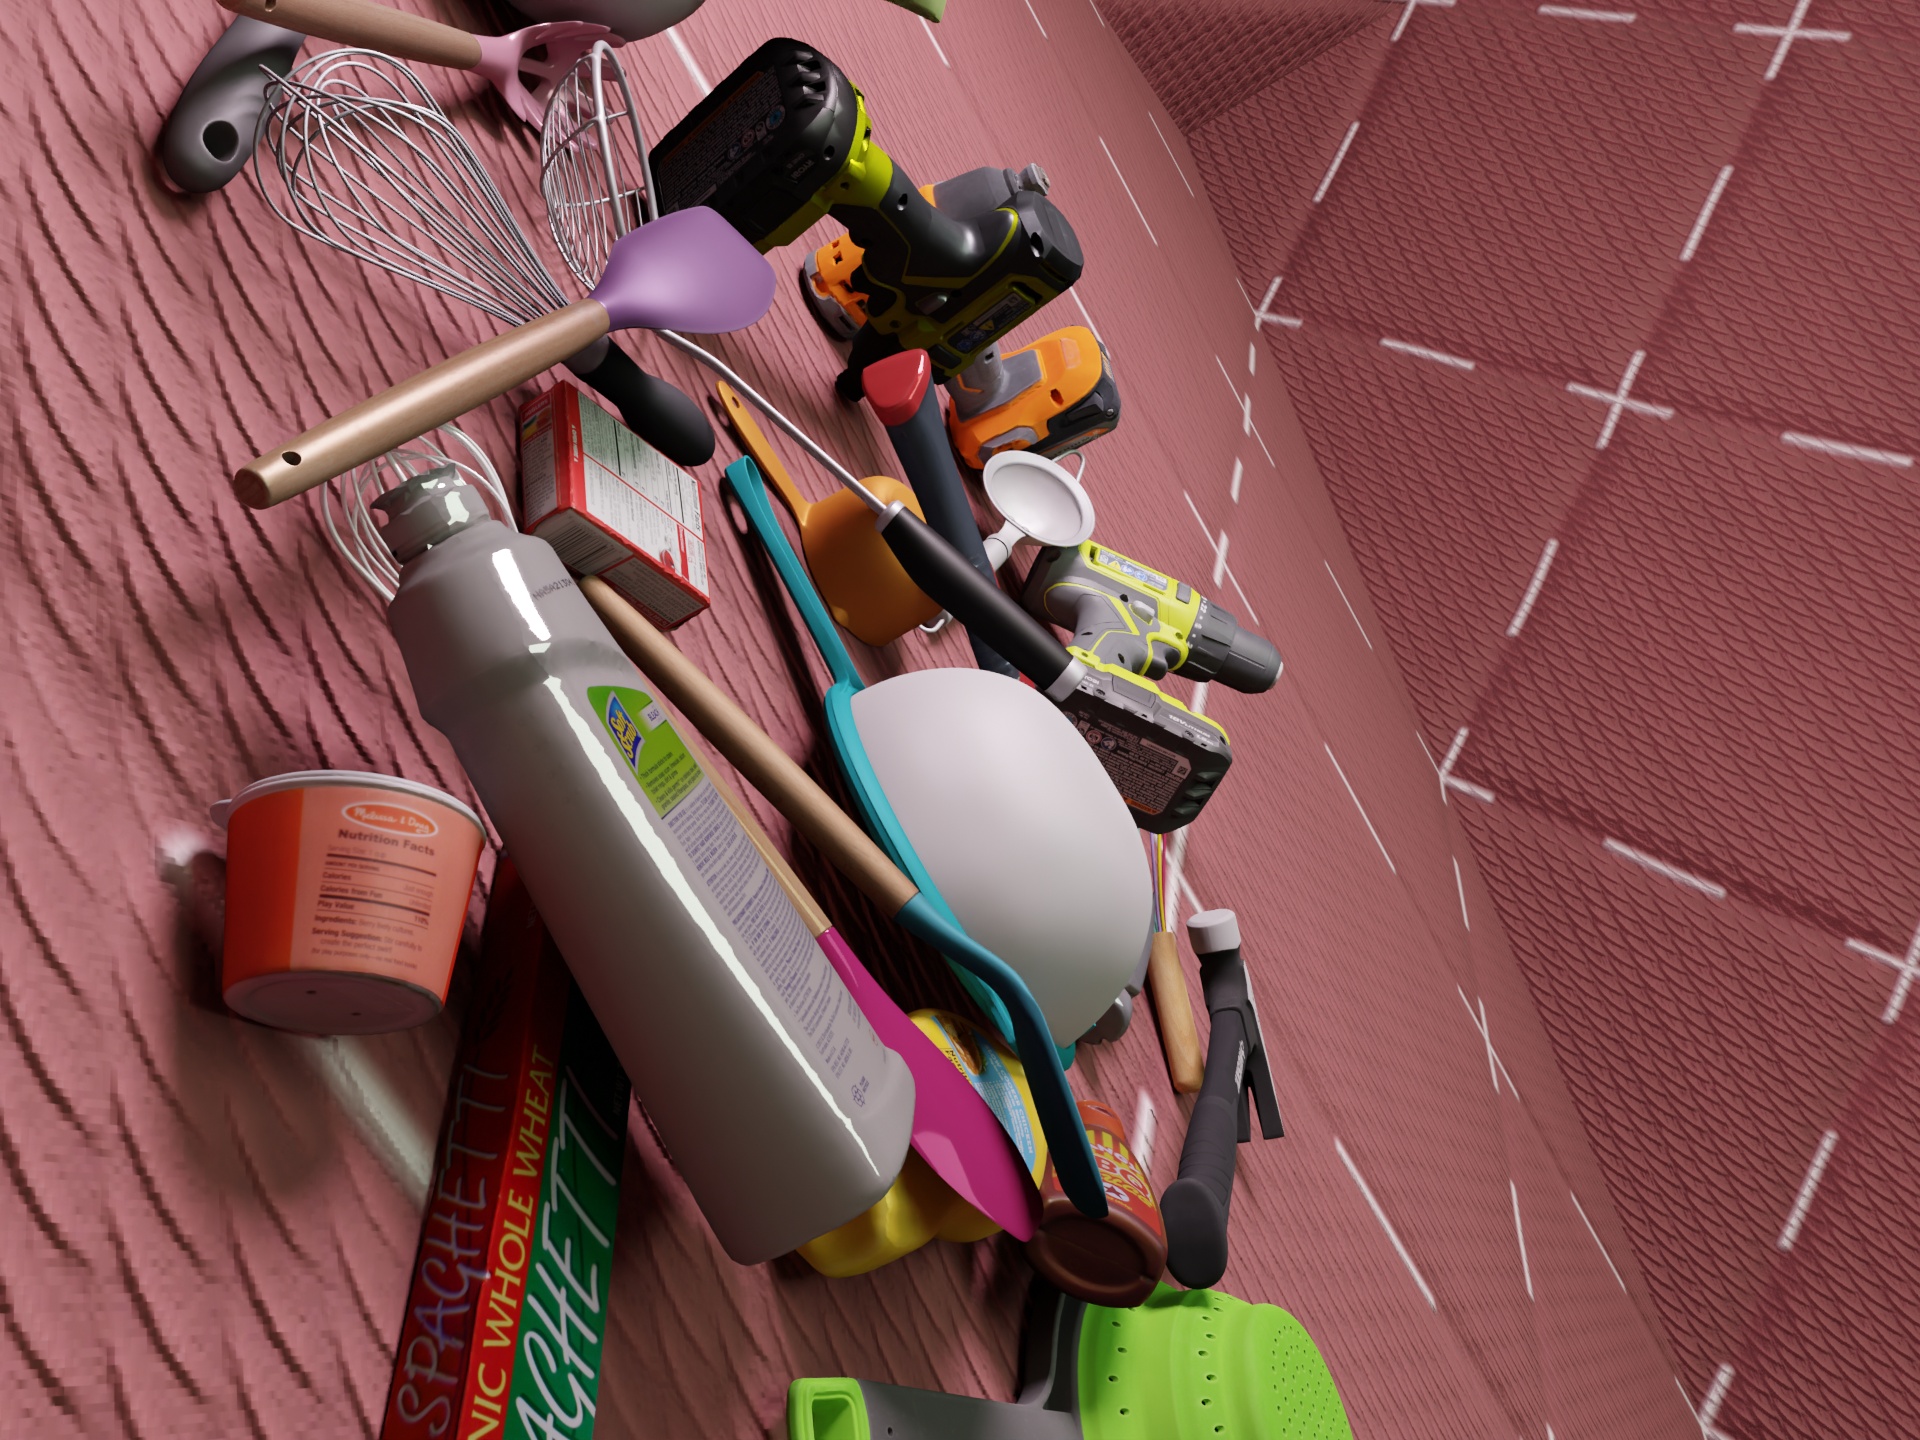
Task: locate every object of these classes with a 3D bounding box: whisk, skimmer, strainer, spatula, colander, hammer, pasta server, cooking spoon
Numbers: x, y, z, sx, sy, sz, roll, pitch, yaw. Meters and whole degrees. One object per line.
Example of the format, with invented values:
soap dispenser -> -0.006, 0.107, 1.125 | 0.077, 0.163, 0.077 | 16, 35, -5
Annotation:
whisk -> -0.255, -0.269, 0.605 | 0.055, 0.055, 0.239 | 45, 33, -40
skimmer -> -0.060, -0.159, 0.751 | 0.363, 0.090, 0.127 | 42, 3, -4
strainer -> -0.137, -0.365, 0.795 | 0.151, 0.256, 0.069 | -59, 165, -77
whisk -> 0.126, 0.118, 1.034 | 0.051, 0.047, 0.245 | 71, 8, -65
whisk -> -0.142, 0.001, 0.561 | 0.246, 0.058, 0.059 | 61, -13, -19
strainer -> 0.024, -0.114, 1.036 | 0.087, 0.050, 0.258 | 38, 37, 1
spatula -> -0.145, -0.137, 0.575 | 0.059, 0.018, 0.316 | 44, 35, -5
whisk -> -0.175, -0.170, 0.645 | 0.284, 0.070, 0.070 | 39, 32, -64
spatula -> -0.047, 0.061, 0.619 | 0.317, 0.044, 0.082 | 44, -14, 7
colander -> 0.077, 0.299, 0.661 | 0.396, 0.094, 0.205 | 37, 34, -49
hammer -> 0.143, 0.219, 0.877 | 0.335, 0.035, 0.146 | -36, 113, -74
pasta server -> -0.210, -0.278, 0.661 | 0.040, 0.060, 0.316 | 21, 18, 0
cooking spoon -> -0.069, 0.061, 0.597 | 0.319, 0.017, 0.069 | 51, 15, 5
hammer -> 0.033, -0.019, 0.883 | 0.143, 0.038, 0.386 | -59, 132, -63
strainer -> -0.001, -0.002, 0.764 | 0.340, 0.095, 0.211 | 61, 6, 12

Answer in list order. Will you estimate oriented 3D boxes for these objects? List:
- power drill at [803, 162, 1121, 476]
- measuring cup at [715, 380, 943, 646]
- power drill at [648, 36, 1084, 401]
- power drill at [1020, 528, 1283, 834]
power drill -> 0.022, -0.268, 1.065 | 0.226, 0.164, 0.084 | 40, 32, -49
measuring cup -> -0.063, -0.121, 0.856 | 0.173, 0.052, 0.095 | 55, 24, -28
power drill -> -0.059, -0.262, 0.892 | 0.223, 0.171, 0.080 | 20, 48, -49
power drill -> 0.126, -0.028, 1.061 | 0.190, 0.080, 0.229 | 25, 33, -4
